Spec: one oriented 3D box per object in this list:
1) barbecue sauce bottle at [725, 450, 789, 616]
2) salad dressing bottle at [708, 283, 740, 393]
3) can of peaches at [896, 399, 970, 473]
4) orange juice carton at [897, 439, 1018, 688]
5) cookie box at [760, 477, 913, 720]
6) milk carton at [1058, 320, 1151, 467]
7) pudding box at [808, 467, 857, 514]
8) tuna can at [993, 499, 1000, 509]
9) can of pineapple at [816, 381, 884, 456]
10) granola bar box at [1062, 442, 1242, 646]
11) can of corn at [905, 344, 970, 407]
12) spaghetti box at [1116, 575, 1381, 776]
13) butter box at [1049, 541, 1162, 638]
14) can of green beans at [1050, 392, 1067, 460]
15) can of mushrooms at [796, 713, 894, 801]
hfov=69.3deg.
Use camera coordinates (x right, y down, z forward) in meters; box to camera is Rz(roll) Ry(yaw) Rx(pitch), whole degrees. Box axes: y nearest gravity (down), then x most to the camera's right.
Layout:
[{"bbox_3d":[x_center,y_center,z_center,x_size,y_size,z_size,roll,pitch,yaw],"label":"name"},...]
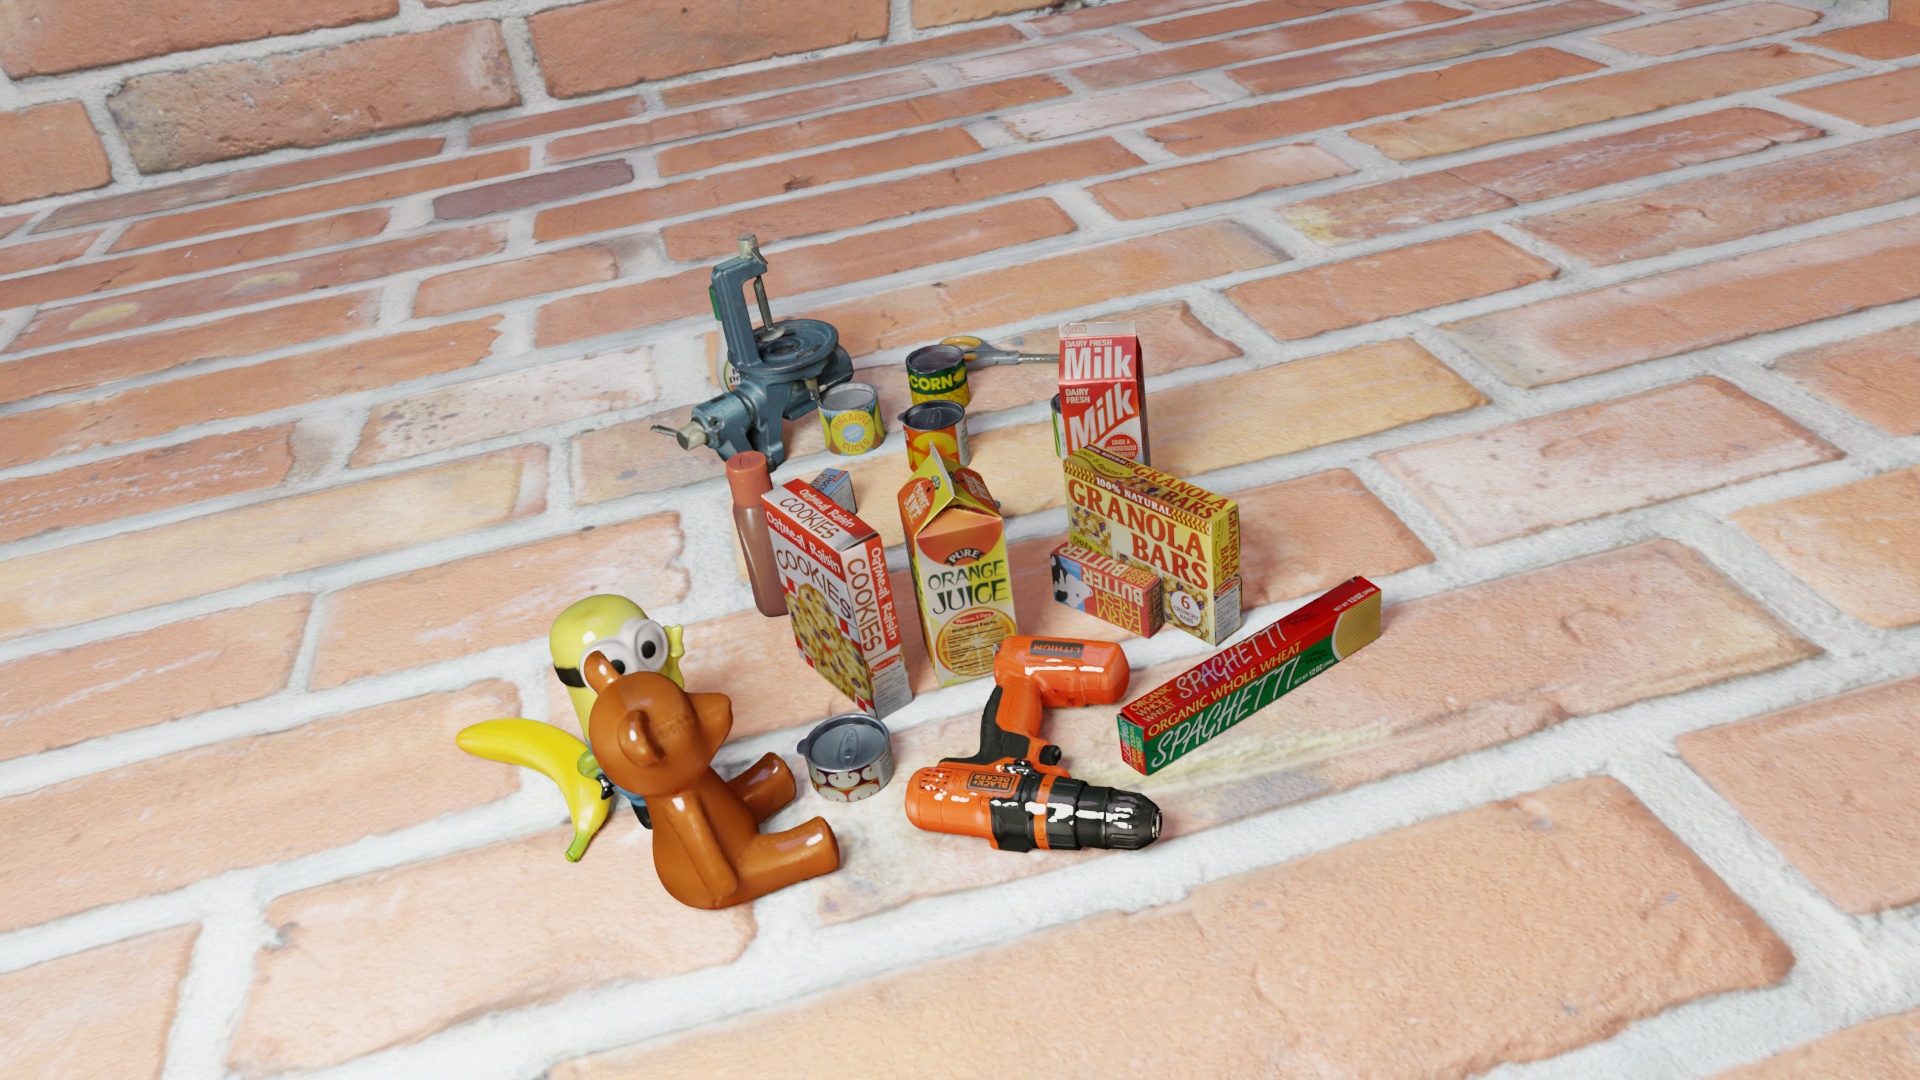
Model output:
[{"bbox_3d":[-0.176,-0.007,1.236,0.044,0.147,0.065,-12,32,-5],"label":"barbecue sauce bottle"},{"bbox_3d":[-0.256,-0.225,1.593,0.064,0.147,0.044,-18,33,-14],"label":"salad dressing bottle"},{"bbox_3d":[-0.027,-0.105,1.435,0.071,0.057,0.071,-6,33,4],"label":"can of peaches"},{"bbox_3d":[-0.003,0.017,1.116,0.073,0.191,0.072,-13,33,-7],"label":"orange juice carton"},{"bbox_3d":[-0.099,0.046,1.117,0.040,0.166,0.123,-27,37,-26],"label":"cookie box"},{"bbox_3d":[0.135,-0.116,1.291,0.072,0.189,0.074,-1,33,12],"label":"milk carton"},{"bbox_3d":[-0.137,-0.029,1.352,0.030,0.049,0.084,10,37,27],"label":"pudding box"},{"bbox_3d":[0.005,-0.016,1.314,0.071,0.032,0.071,-6,33,4],"label":"tuna can"},{"bbox_3d":[-0.118,-0.130,1.496,0.071,0.057,0.071,-6,33,4],"label":"can of pineapple"},{"bbox_3d":[0.161,0.001,1.165,0.039,0.123,0.166,-30,38,-30],"label":"granola bar box"},{"bbox_3d":[-0.025,-0.177,1.547,0.071,0.058,0.071,-6,33,4],"label":"can of corn"},{"bbox_3d":[0.225,0.101,1.063,0.251,0.050,0.029,-25,36,-24],"label":"spaghetti box"},{"bbox_3d":[0.124,0.042,1.177,0.103,0.052,0.024,22,43,39],"label":"butter box"},{"bbox_3d":[0.127,-0.118,1.419,0.071,0.057,0.071,-6,33,4],"label":"can of green beans"},{"bbox_3d":[-0.087,0.165,1.054,0.071,0.033,0.071,-6,33,4],"label":"can of mushrooms"}]
